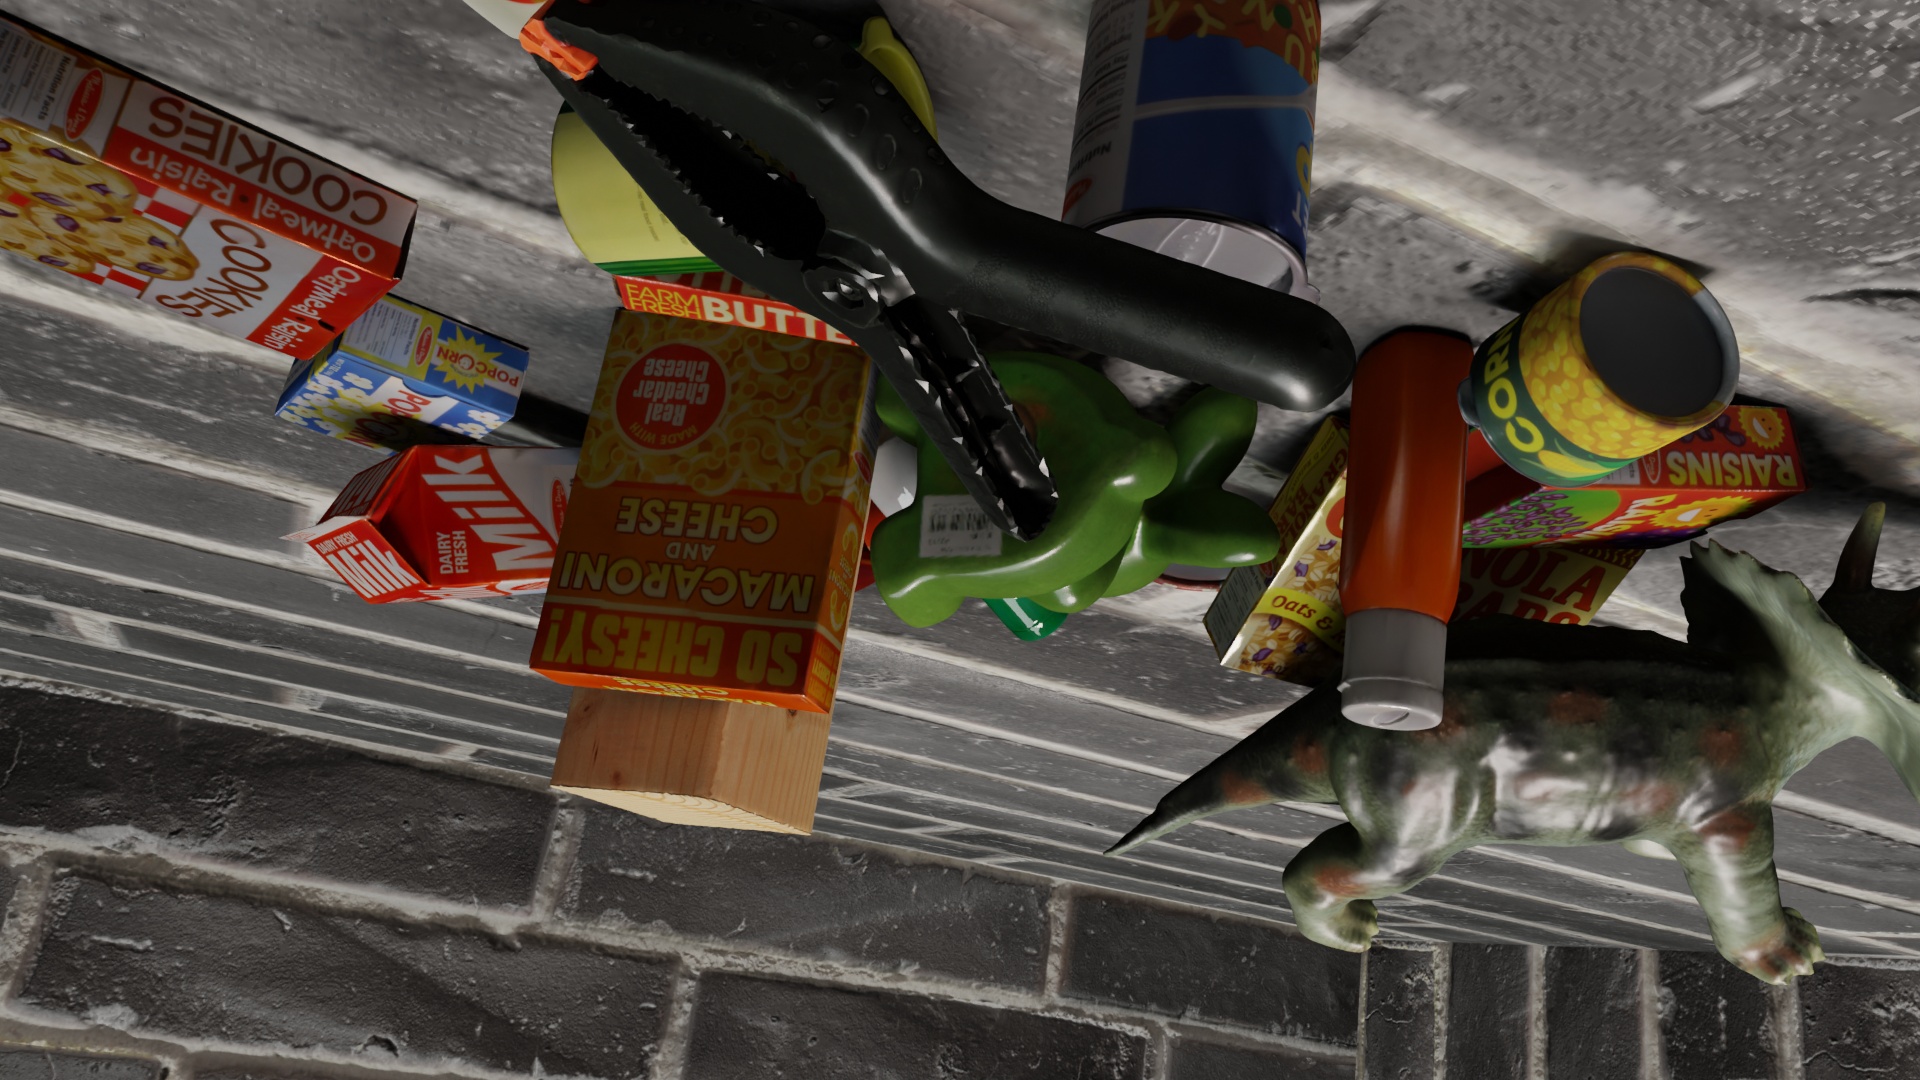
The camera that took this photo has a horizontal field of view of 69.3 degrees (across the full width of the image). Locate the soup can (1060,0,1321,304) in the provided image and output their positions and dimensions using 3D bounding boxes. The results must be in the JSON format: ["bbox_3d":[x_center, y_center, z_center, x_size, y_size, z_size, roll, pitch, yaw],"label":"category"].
[{"bbox_3d":[0.066,-0.107,0.380,0.071,0.084,0.071,8,162,3],"label":"soup can"}]

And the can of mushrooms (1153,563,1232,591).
[{"bbox_3d":[0.128,0.003,0.760,0.071,0.033,0.071,8,162,3],"label":"can of mushrooms"}]

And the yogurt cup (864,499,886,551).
[{"bbox_3d":[-0.017,-0.011,0.738,0.072,0.072,0.054,20,166,-30],"label":"yogurt cup"}]

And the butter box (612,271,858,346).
[{"bbox_3d":[-0.068,-0.103,0.501,0.103,0.053,0.024,9,159,-1],"label":"butter box"}]

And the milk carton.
[{"bbox_3d":[-0.248,-0.009,0.734,0.072,0.073,0.191,-13,173,43],"label":"milk carton"}]

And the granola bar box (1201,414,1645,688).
[{"bbox_3d":[0.217,0.020,0.661,0.166,0.039,0.123,15,121,-19],"label":"granola bar box"}]

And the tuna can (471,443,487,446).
[{"bbox_3d":[-0.292,-0.034,0.841,0.071,0.033,0.071,8,162,3],"label":"tuna can"}]

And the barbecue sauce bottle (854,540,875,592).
[{"bbox_3d":[-0.080,0.010,0.860,0.065,0.044,0.148,14,161,-15],"label":"barbecue sauce bottle"}]

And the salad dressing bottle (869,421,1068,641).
[{"bbox_3d":[0.002,-0.009,0.684,0.044,0.064,0.147,-21,127,29],"label":"salad dressing bottle"}]

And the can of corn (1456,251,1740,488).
[{"bbox_3d":[0.219,-0.058,0.481,0.071,0.071,0.058,12,160,-10],"label":"can of corn"}]

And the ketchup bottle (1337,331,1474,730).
[{"bbox_3d":[0.171,-0.003,0.539,0.043,0.149,0.064,10,161,2],"label":"ketchup bottle"}]

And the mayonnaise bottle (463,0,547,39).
[{"bbox_3d":[-0.135,-0.179,0.323,0.064,0.041,0.148,-5,158,29],"label":"mayonnaise bottle"}]

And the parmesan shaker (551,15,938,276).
[{"bbox_3d":[-0.066,-0.121,0.435,0.103,0.071,0.071,2,160,23],"label":"parmesan shaker"}]

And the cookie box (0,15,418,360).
[{"bbox_3d":[-0.319,-0.132,0.548,0.167,0.040,0.122,22,157,-35],"label":"cookie box"}]

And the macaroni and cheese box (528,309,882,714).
[{"bbox_3d":[-0.103,-0.015,0.599,0.124,0.167,0.040,4,161,13],"label":"macaroni and cheese box"}]

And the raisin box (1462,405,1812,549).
[{"bbox_3d":[0.263,-0.025,0.570,0.123,0.040,0.086,0,163,-16],"label":"raisin box"}]

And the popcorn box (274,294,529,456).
[{"bbox_3d":[-0.282,-0.078,0.698,0.085,0.038,0.126,22,157,-33],"label":"popcorn box"}]
